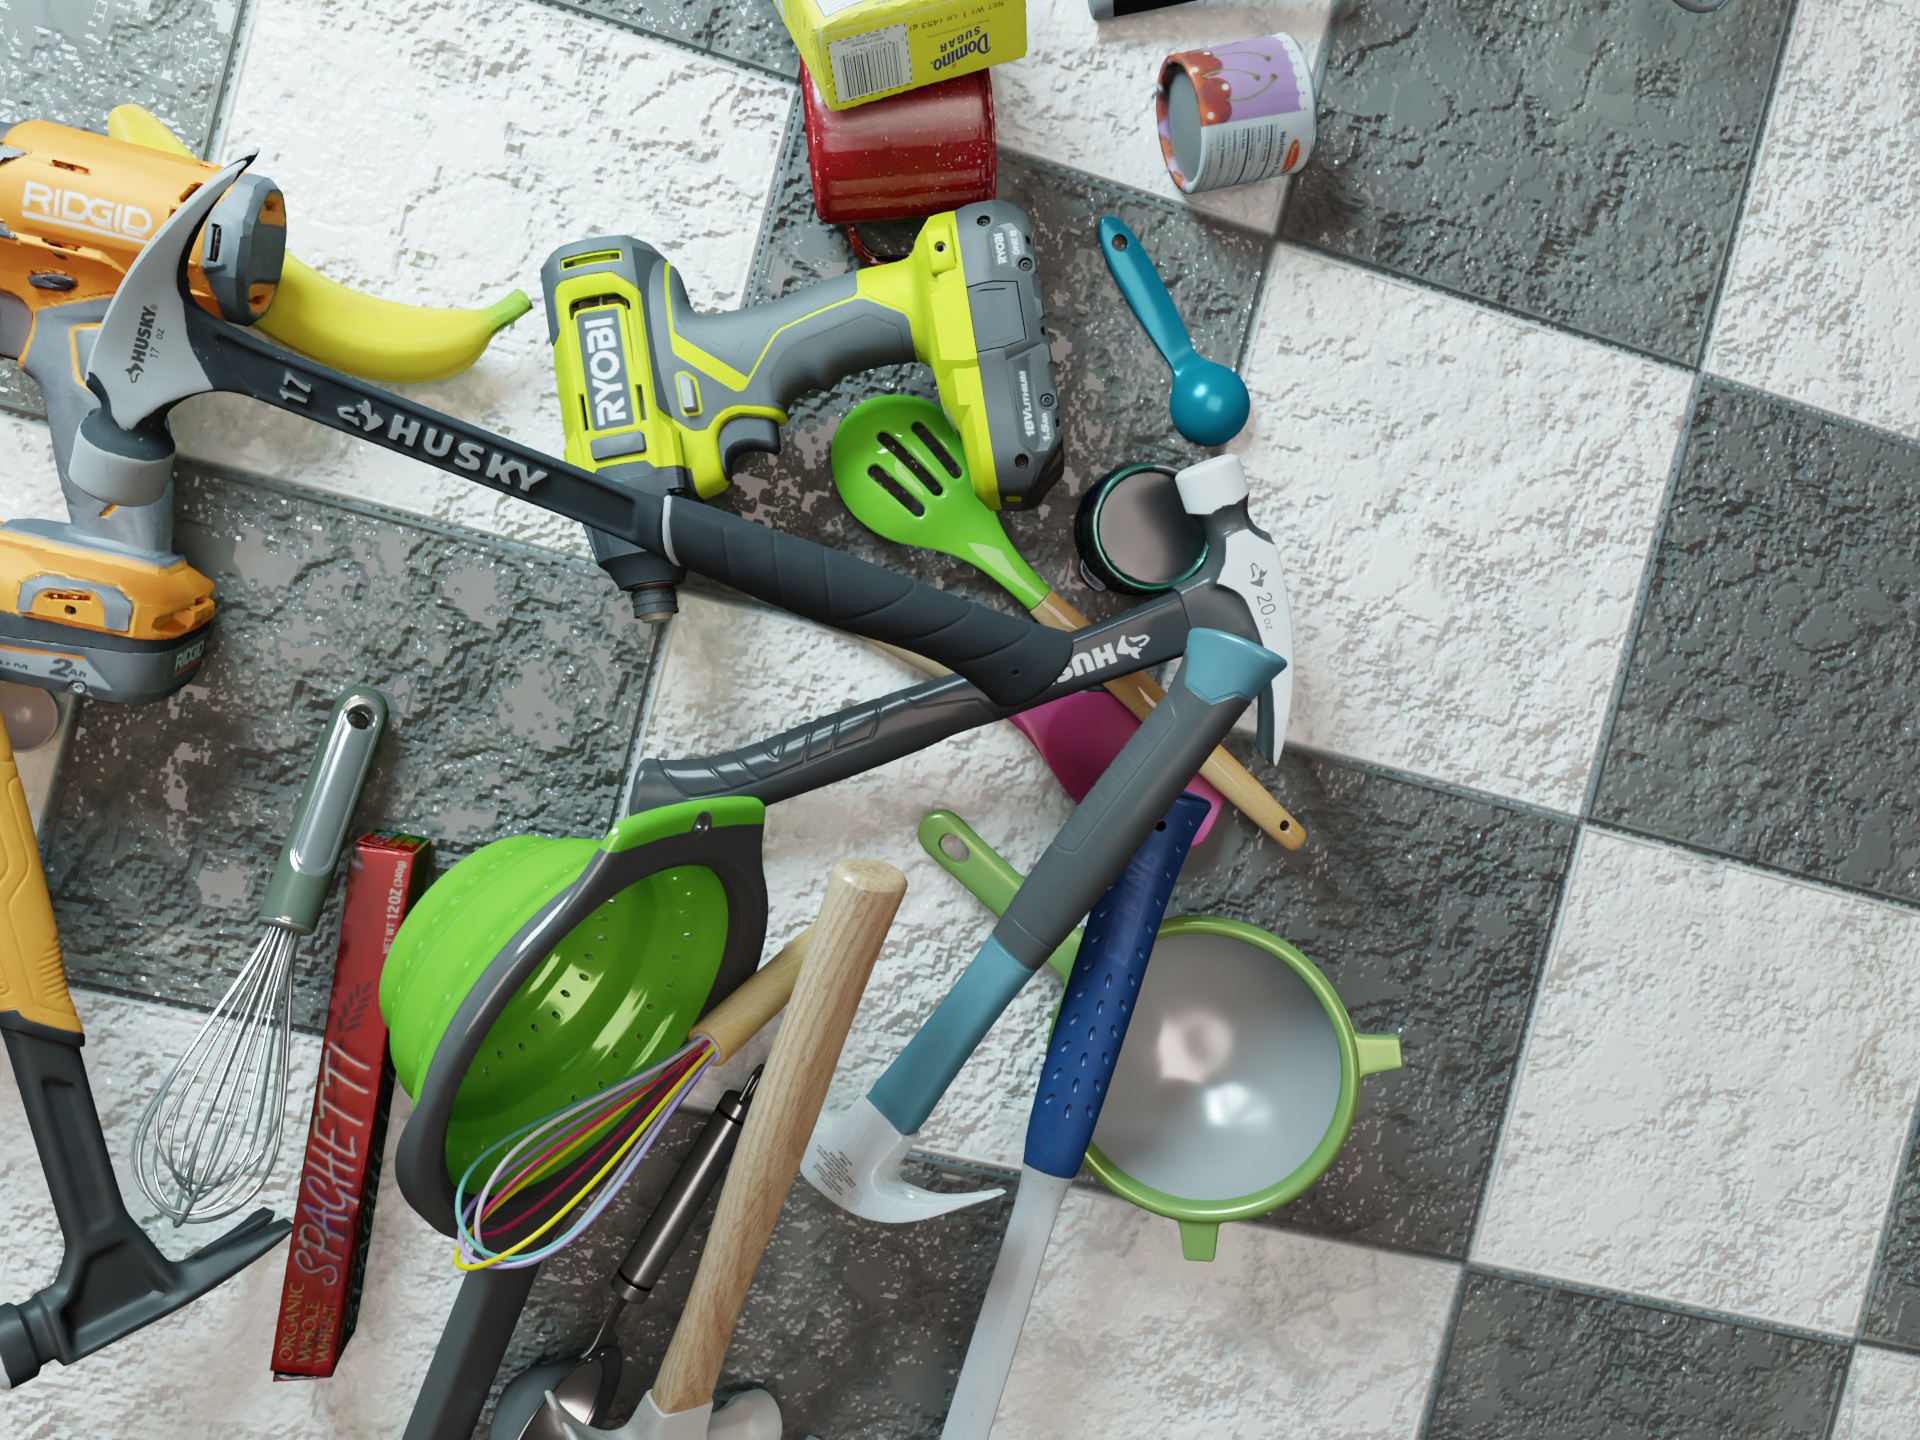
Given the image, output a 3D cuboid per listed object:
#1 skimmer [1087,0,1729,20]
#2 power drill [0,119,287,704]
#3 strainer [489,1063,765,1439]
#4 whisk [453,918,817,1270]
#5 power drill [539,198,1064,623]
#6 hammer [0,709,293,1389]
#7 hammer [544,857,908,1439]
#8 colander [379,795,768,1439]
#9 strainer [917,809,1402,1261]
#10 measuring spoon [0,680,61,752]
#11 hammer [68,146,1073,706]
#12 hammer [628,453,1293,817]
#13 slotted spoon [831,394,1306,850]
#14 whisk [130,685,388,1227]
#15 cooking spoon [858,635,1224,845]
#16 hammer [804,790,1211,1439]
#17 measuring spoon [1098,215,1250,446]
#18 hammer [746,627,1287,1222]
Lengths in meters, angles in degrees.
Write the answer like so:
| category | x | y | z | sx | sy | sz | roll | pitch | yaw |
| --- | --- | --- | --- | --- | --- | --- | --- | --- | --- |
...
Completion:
| category | x | y | z | sx | sy | sz | roll | pitch | yaw |
| --- | --- | --- | --- | --- | --- | --- | --- | --- | --- |
| skimmer | 0.241 | -0.396 | 0.806 | 0.363 | 0.090 | 0.127 | -12 | 98 | 1 |
| power drill | -0.387 | -0.134 | 0.670 | 0.164 | 0.084 | 0.226 | 12 | 103 | -10 |
| strainer | -0.162 | 0.275 | 0.758 | 0.050 | 0.086 | 0.258 | 30 | 88 | 20 |
| whisk | -0.130 | 0.157 | 0.706 | 0.051 | 0.047 | 0.245 | 44 | 43 | 6 |
| power drill | -0.069 | -0.143 | 0.724 | 0.223 | 0.080 | 0.171 | -9 | 88 | 4 |
| hammer | -0.385 | 0.103 | 0.668 | 0.127 | 0.034 | 0.336 | -22 | 109 | -43 |
| hammer | -0.094 | 0.212 | 0.710 | 0.130 | 0.031 | 0.331 | 4 | 112 | -45 |
| colander | -0.219 | 0.191 | 0.729 | 0.094 | 0.204 | 0.397 | 30 | 106 | 23 |
| strainer | 0.082 | 0.132 | 0.801 | 0.256 | 0.069 | 0.151 | 42 | 100 | 8 |
| measuring spoon | -0.465 | 0.014 | 0.720 | 0.124 | 0.018 | 0.034 | -22 | 97 | -1 |
| hammer | -0.136 | -0.091 | 0.658 | 0.408 | 0.036 | 0.149 | 19 | 119 | -20 |
| hammer | -0.001 | -0.002 | 0.763 | 0.335 | 0.035 | 0.146 | -20 | 101 | 1 |
| slotted spoon | 0.060 | -0.044 | 0.790 | 0.313 | 0.031 | 0.070 | 43 | 85 | -8 |
| whisk | -0.301 | 0.098 | 0.704 | 0.057 | 0.059 | 0.246 | 22 | 68 | -26 |
| cooking spoon | -0.006 | -0.027 | 0.791 | 0.318 | 0.017 | 0.069 | 29 | 76 | -10 |
| hammer | 0.034 | 0.223 | 0.763 | 0.144 | 0.035 | 0.405 | 17 | 97 | 10 |
| measuring spoon | 0.106 | -0.197 | 0.797 | 0.042 | 0.021 | 0.128 | -33 | 99 | -7 |
| hammer | 0.032 | 0.093 | 0.725 | 0.128 | 0.033 | 0.331 | 42 | 104 | 26 |
